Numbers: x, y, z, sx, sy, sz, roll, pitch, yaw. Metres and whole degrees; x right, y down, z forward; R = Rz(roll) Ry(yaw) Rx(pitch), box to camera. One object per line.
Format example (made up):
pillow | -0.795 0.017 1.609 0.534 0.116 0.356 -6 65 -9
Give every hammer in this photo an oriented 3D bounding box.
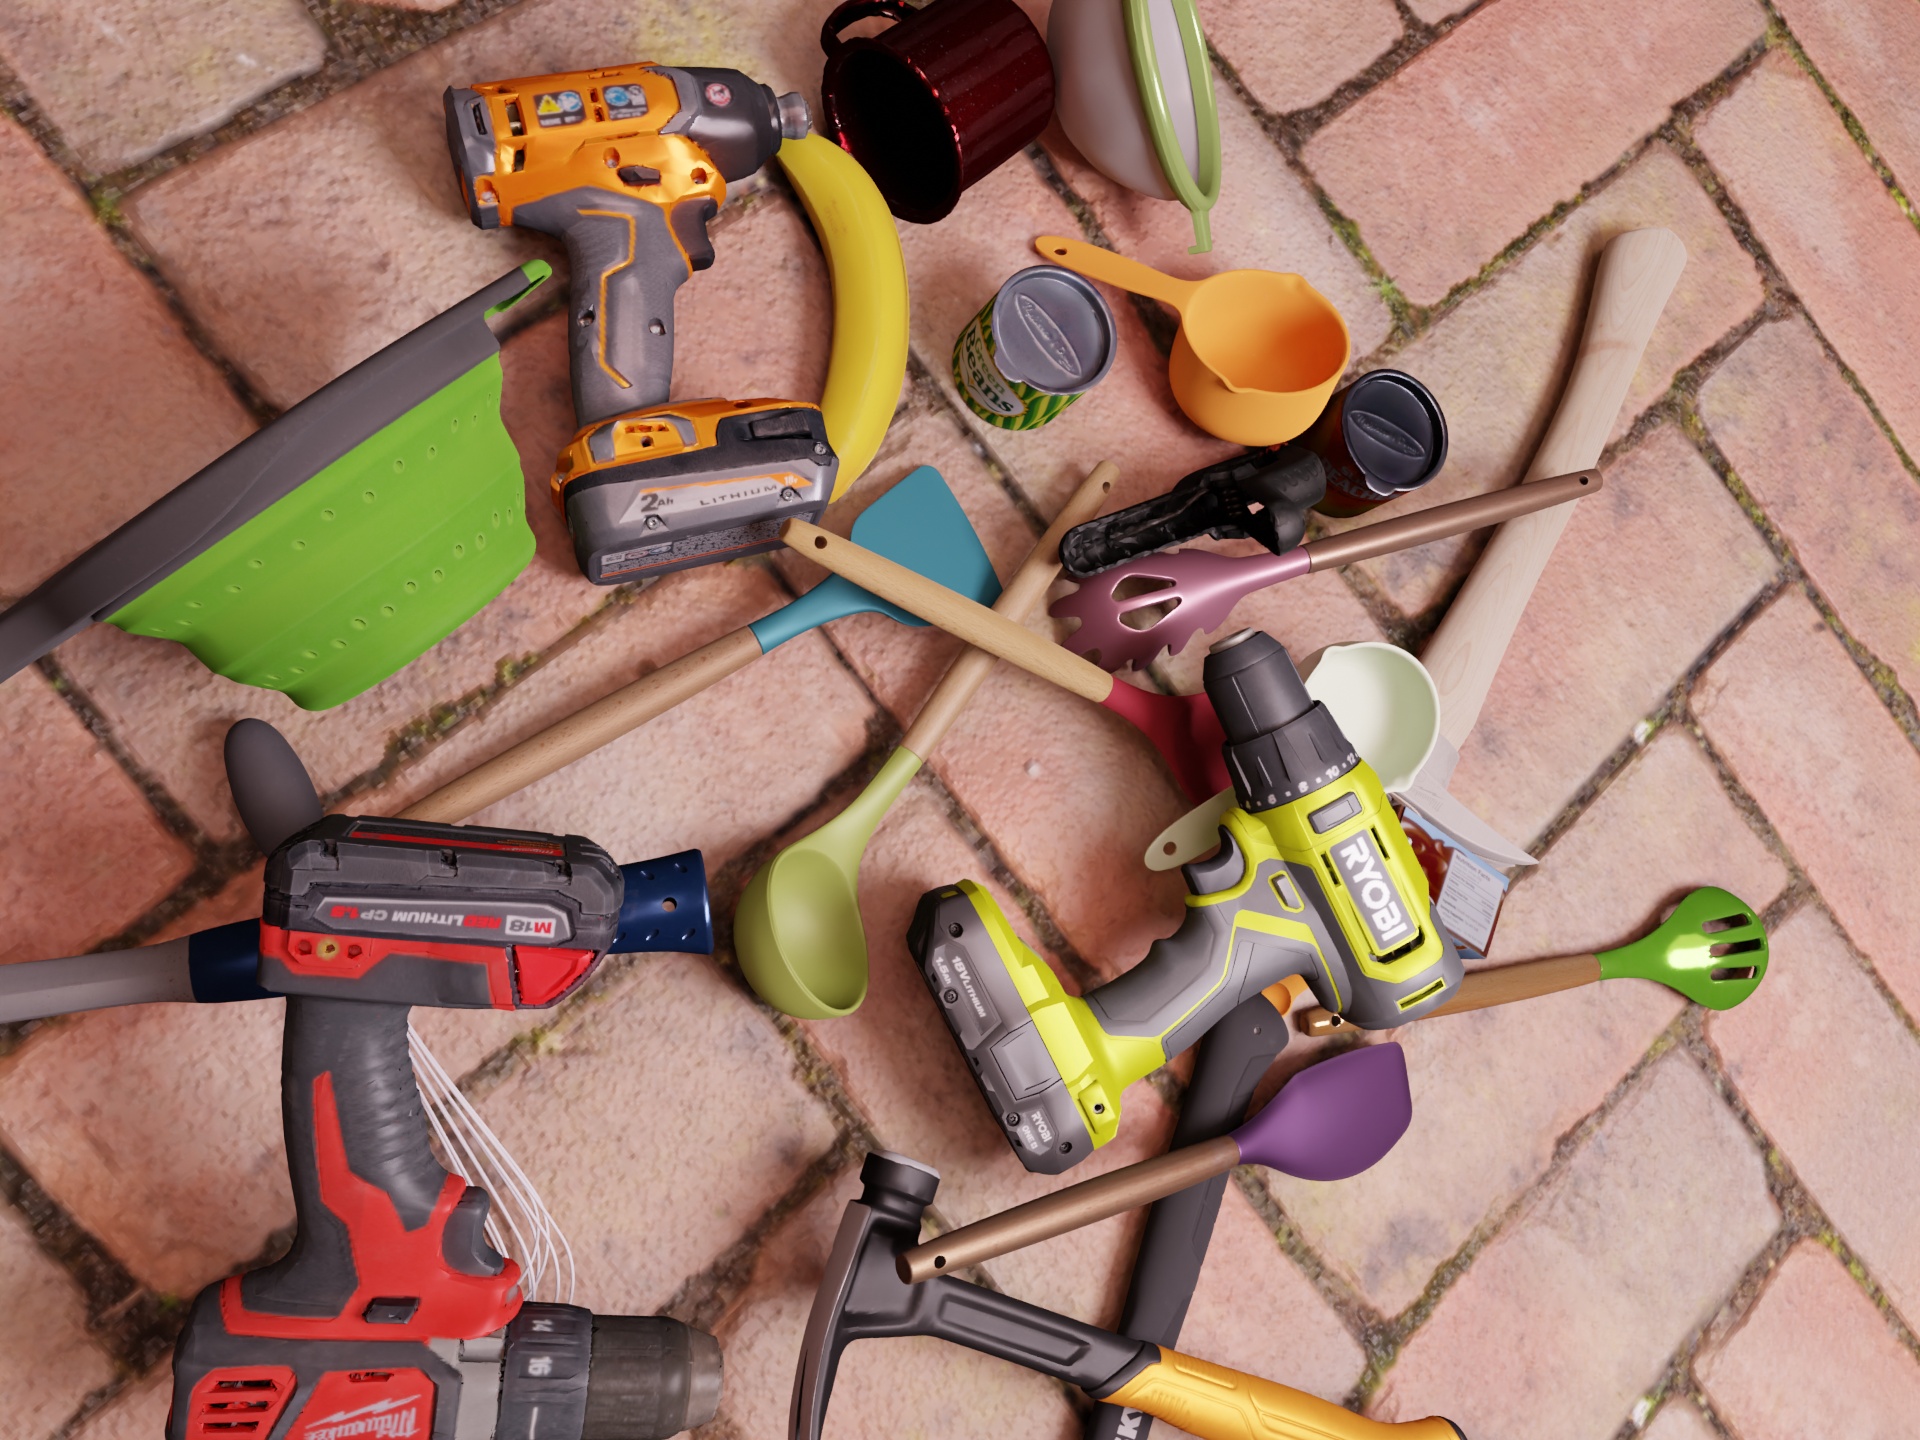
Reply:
hammer | 0.084 0.281 0.744 0.146 0.035 0.335 25 73 -16
hammer | 0.089 0.303 0.705 0.336 0.034 0.127 24 72 -17
hammer | 0.336 -0.115 0.904 0.146 0.038 0.411 36 71 -13
hammer | -0.299 0.088 0.596 0.405 0.035 0.144 -7 76 -12

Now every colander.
colander | -0.292 -0.019 0.583 0.397 0.205 0.094 -41 110 -17

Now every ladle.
ladle | -0.001 -0.002 0.744 0.320 0.062 0.078 -55 130 -20
ladle | 0.048 -0.024 0.749 0.315 0.031 0.069 25 77 -31

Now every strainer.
strainer | 0.061 -0.350 0.768 0.256 0.069 0.152 45 42 -54

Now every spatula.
spatula | -0.118 -0.021 0.728 0.317 0.044 0.082 -30 94 -17
spatula | 0.104 0.205 0.723 0.315 0.018 0.060 -6 88 -36

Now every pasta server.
pasta server | 0.198 -0.089 0.828 0.316 0.040 0.060 -16 87 -16

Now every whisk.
whisk | -0.234 0.127 0.644 0.070 0.070 0.284 -23 85 -22

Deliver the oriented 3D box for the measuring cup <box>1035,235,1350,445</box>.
measuring cup | 0.115 -0.203 0.835 0.173 0.052 0.095 25 59 10

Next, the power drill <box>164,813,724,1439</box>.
power drill | -0.169 0.155 0.566 0.187 0.080 0.227 7 92 -15

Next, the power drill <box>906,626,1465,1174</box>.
power drill | 0.095 0.083 0.726 0.228 0.080 0.190 -27 93 -7

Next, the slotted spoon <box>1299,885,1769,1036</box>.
slotted spoon | 0.322 0.140 0.861 0.313 0.031 0.070 -6 83 -20

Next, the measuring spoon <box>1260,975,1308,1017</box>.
measuring spoon | 0.194 0.116 0.828 0.117 0.011 0.021 -35 98 -25

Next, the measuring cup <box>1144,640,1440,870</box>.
measuring cup | 0.157 0.022 0.786 0.167 0.038 0.083 -33 101 -4

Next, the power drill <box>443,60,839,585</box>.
power drill | -0.126 -0.189 0.716 0.164 0.084 0.226 -14 83 -15
